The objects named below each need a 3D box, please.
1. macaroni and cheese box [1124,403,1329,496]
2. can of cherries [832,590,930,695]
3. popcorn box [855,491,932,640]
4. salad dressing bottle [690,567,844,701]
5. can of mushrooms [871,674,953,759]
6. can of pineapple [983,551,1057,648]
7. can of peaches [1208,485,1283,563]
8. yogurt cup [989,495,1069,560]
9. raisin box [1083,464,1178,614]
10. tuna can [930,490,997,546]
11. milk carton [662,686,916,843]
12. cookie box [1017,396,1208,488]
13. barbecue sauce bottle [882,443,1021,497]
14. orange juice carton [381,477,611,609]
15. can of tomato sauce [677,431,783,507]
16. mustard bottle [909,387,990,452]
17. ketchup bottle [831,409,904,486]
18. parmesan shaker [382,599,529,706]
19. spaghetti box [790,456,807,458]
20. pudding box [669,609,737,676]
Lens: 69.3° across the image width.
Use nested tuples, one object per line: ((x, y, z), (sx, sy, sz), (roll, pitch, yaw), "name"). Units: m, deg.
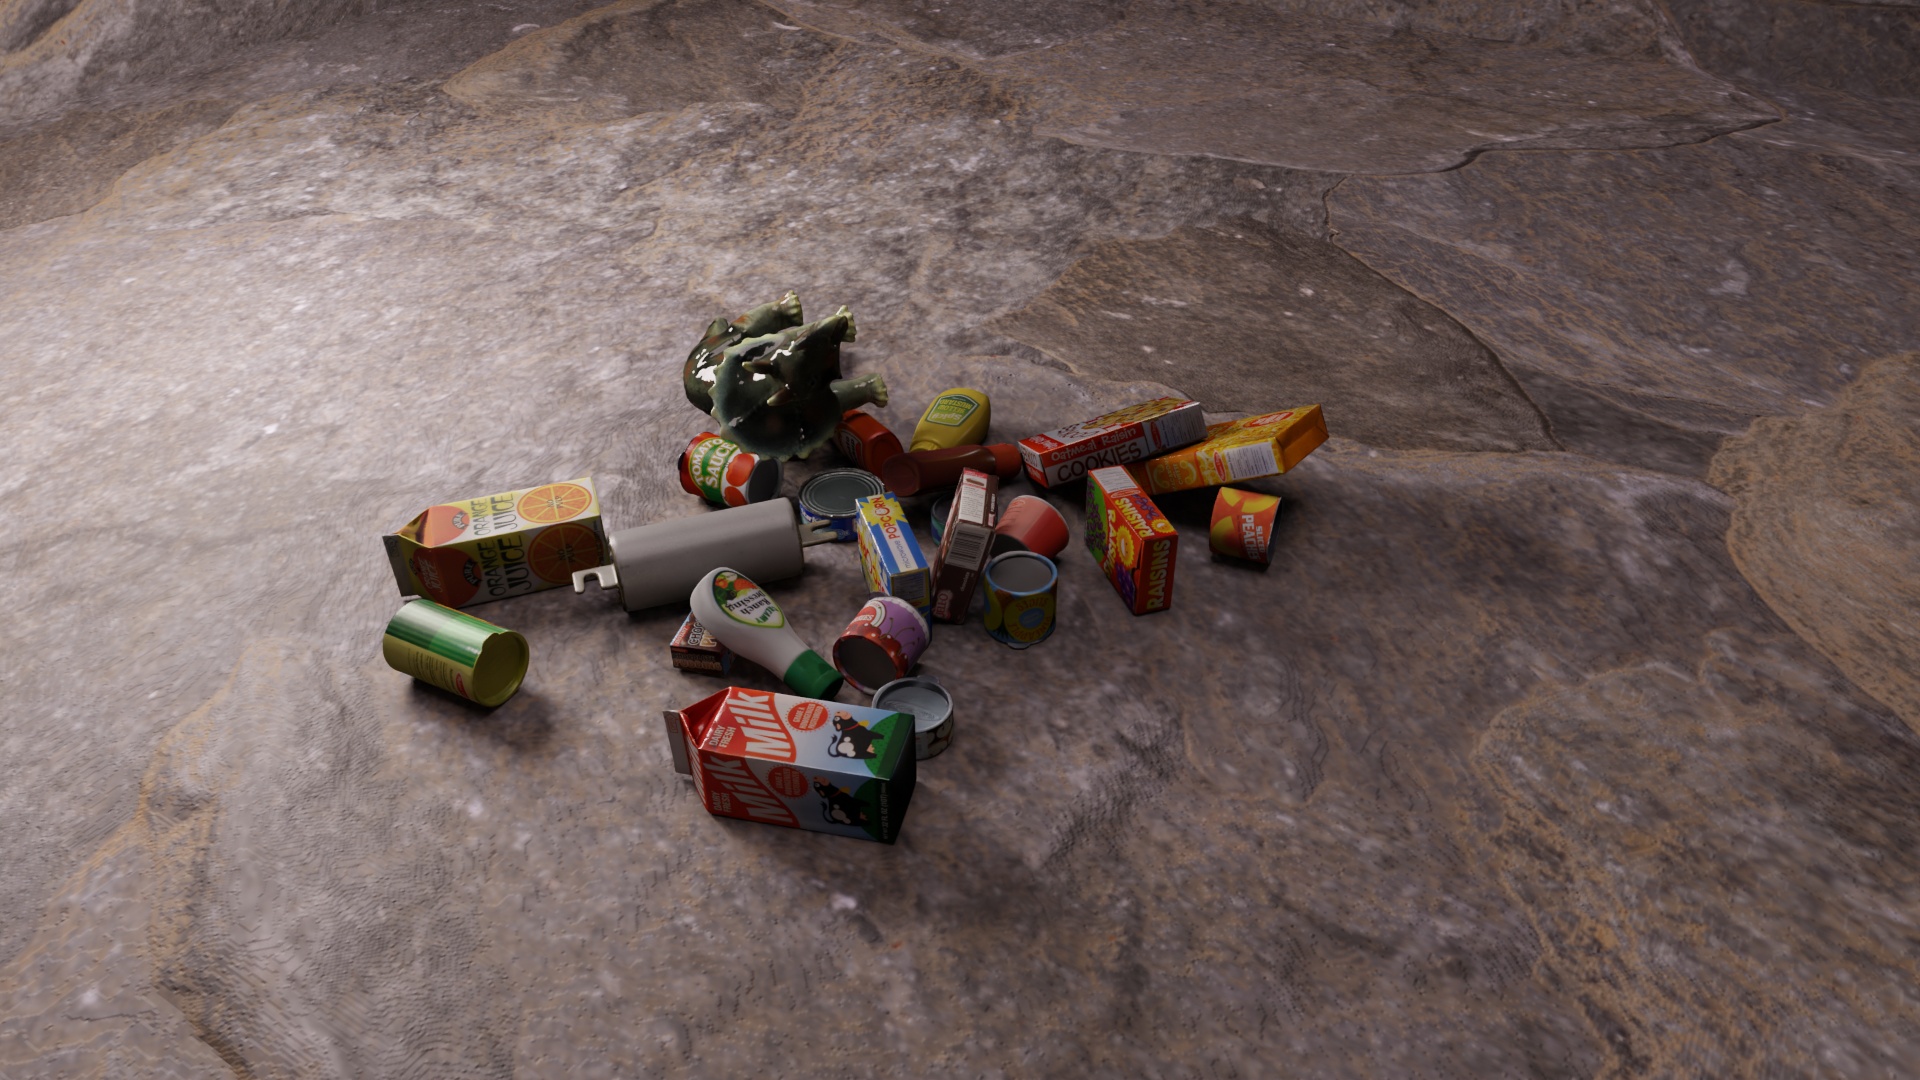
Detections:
((0.261, -0.087, 1.371), (0.166, 0.040, 0.124), (-9, 14, 37), "macaroni and cheese box")
((-0.069, 0.088, 1.181), (0.071, 0.071, 0.059), (15, 39, 21), "can of cherries")
((-0.060, 0.026, 1.253), (0.038, 0.084, 0.127), (-11, 37, -13), "popcorn box")
((-0.163, 0.084, 1.179), (0.148, 0.043, 0.064), (39, 33, 17), "salad dressing bottle")
((-0.037, 0.144, 1.134), (0.071, 0.033, 0.071), (-1, 36, 1), "can of mushrooms")
((0.054, 0.052, 1.239), (0.071, 0.057, 0.071), (0, 36, 0), "can of pineapple")
((0.271, -0.014, 1.319), (0.058, 0.071, 0.071), (12, 38, 18), "can of peaches")
((0.061, -0.001, 1.309), (0.072, 0.072, 0.054), (20, 49, 26), "yogurt cup")
((0.156, -0.002, 1.288), (0.040, 0.085, 0.124), (-10, 37, -16), "raisin box")
((0.005, -0.017, 1.356), (0.071, 0.032, 0.071), (-1, 36, 1), "tuna can")
((-0.135, 0.169, 1.067), (0.191, 0.072, 0.074), (7, 37, 11), "milk carton")
((0.150, -0.100, 1.401), (0.168, 0.040, 0.123), (-18, 11, -5), "cookie box")
((-0.004, -0.073, 1.398), (0.149, 0.043, 0.065), (-10, 8, -40), "barbecue sauce bottle")
((-0.432, 0.005, 1.300), (0.193, 0.071, 0.073), (-12, 37, -16), "orange juice carton")
((-0.231, -0.069, 1.401), (0.083, 0.070, 0.071), (17, 39, 23), "can of tomato sauce")
((-0.018, -0.106, 1.467), (0.065, 0.048, 0.161), (11, 37, 18), "mustard bottle")
((-0.109, -0.110, 1.467), (0.044, 0.064, 0.149), (-27, 33, -16), "ketchup bottle")
((-0.429, 0.092, 1.179), (0.103, 0.071, 0.072), (16, 39, 22), "parmesan shaker")
((-0.183, -0.170, 1.576), (0.050, 0.028, 0.251), (0, 36, 2), "spaghetti box")
((-0.217, 0.080, 1.227), (0.050, 0.030, 0.084), (8, 36, 12), "pudding box")
